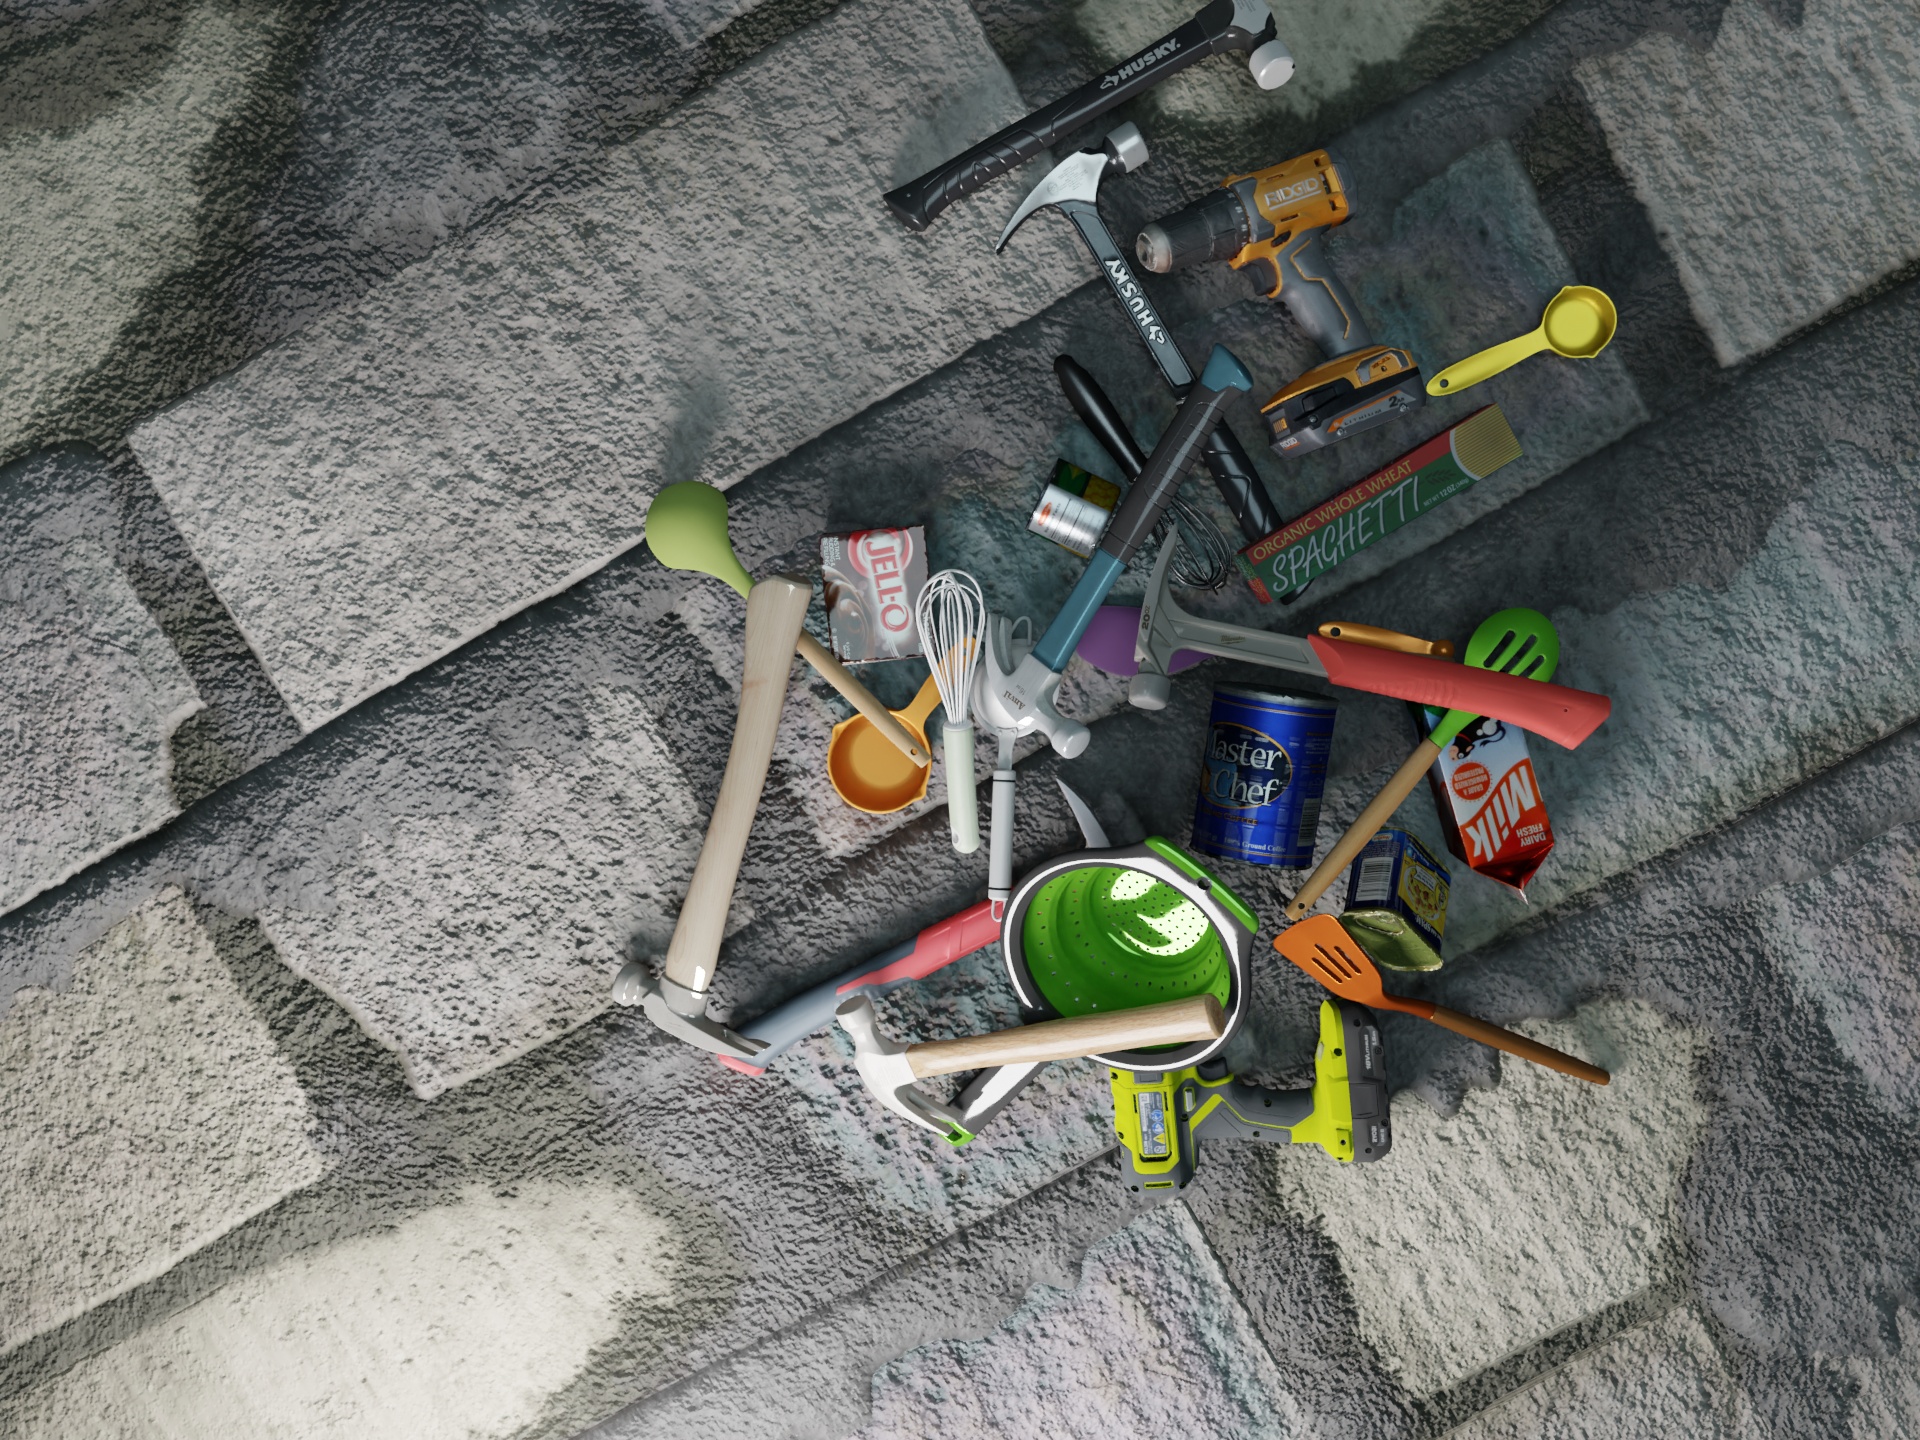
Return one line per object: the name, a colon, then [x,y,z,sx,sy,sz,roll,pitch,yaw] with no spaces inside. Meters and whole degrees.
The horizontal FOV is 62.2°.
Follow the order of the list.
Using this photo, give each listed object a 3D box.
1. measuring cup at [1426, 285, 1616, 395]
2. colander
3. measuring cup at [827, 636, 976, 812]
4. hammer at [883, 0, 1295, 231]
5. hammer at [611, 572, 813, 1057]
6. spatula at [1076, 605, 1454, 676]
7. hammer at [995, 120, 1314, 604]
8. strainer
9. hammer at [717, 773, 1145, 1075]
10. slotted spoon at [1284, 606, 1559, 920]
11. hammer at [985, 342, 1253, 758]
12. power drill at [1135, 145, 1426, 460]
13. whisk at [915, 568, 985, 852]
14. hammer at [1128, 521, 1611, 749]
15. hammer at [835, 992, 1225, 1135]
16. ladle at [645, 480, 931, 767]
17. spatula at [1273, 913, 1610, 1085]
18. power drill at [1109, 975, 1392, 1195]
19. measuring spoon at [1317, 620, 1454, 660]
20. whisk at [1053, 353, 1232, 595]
measuring cup: [0.459,-0.306,1.311,0.156,0.029,0.062,-23,94,16]
colander: [0.100,0.225,1.317,0.204,0.094,0.397,40,125,2]
measuring cup: [-0.041,-0.001,1.346,0.095,0.052,0.173,37,94,-2]
hammer: [0.088,-0.495,1.282,0.335,0.035,0.146,-27,68,11]
hammer: [-0.179,0.080,1.314,0.146,0.038,0.410,22,106,18]
spatula: [0.255,-0.058,1.342,0.316,0.018,0.060,5,97,4]
hammer: [0.179,-0.278,1.316,0.149,0.036,0.409,-30,94,6]
strainer: [0.037,0.038,1.328,0.087,0.050,0.258,0,86,32]
hammer: [-0.044,0.190,1.371,0.386,0.038,0.143,-27,93,5]
slotted spoon: [0.365,0.040,1.274,0.070,0.031,0.313,38,100,1]
hammer: [0.128,-0.140,1.244,0.128,0.033,0.331,39,104,32]
power drill: [0.255,-0.326,1.268,0.185,0.084,0.226,-22,93,-13]
whisk: [-0.002,-0.004,1.296,0.059,0.058,0.246,-13,113,-22]
hammer: [0.318,-0.049,1.236,0.359,0.036,0.149,12,77,8]
hammer: [0.057,0.262,1.279,0.331,0.031,0.130,-15,107,30]
ladle: [-0.140,-0.078,1.321,0.320,0.062,0.078,44,97,3]
spatula: [0.414,0.243,1.333,0.322,0.081,0.041,22,56,-15]
power drill: [0.239,0.297,1.352,0.228,0.080,0.190,-5,90,5]
measuring spoon: [0.359,-0.067,1.341,0.117,0.011,0.021,10,96,1]
whisk: [0.148,-0.204,1.319,0.055,0.055,0.239,-35,89,5]
